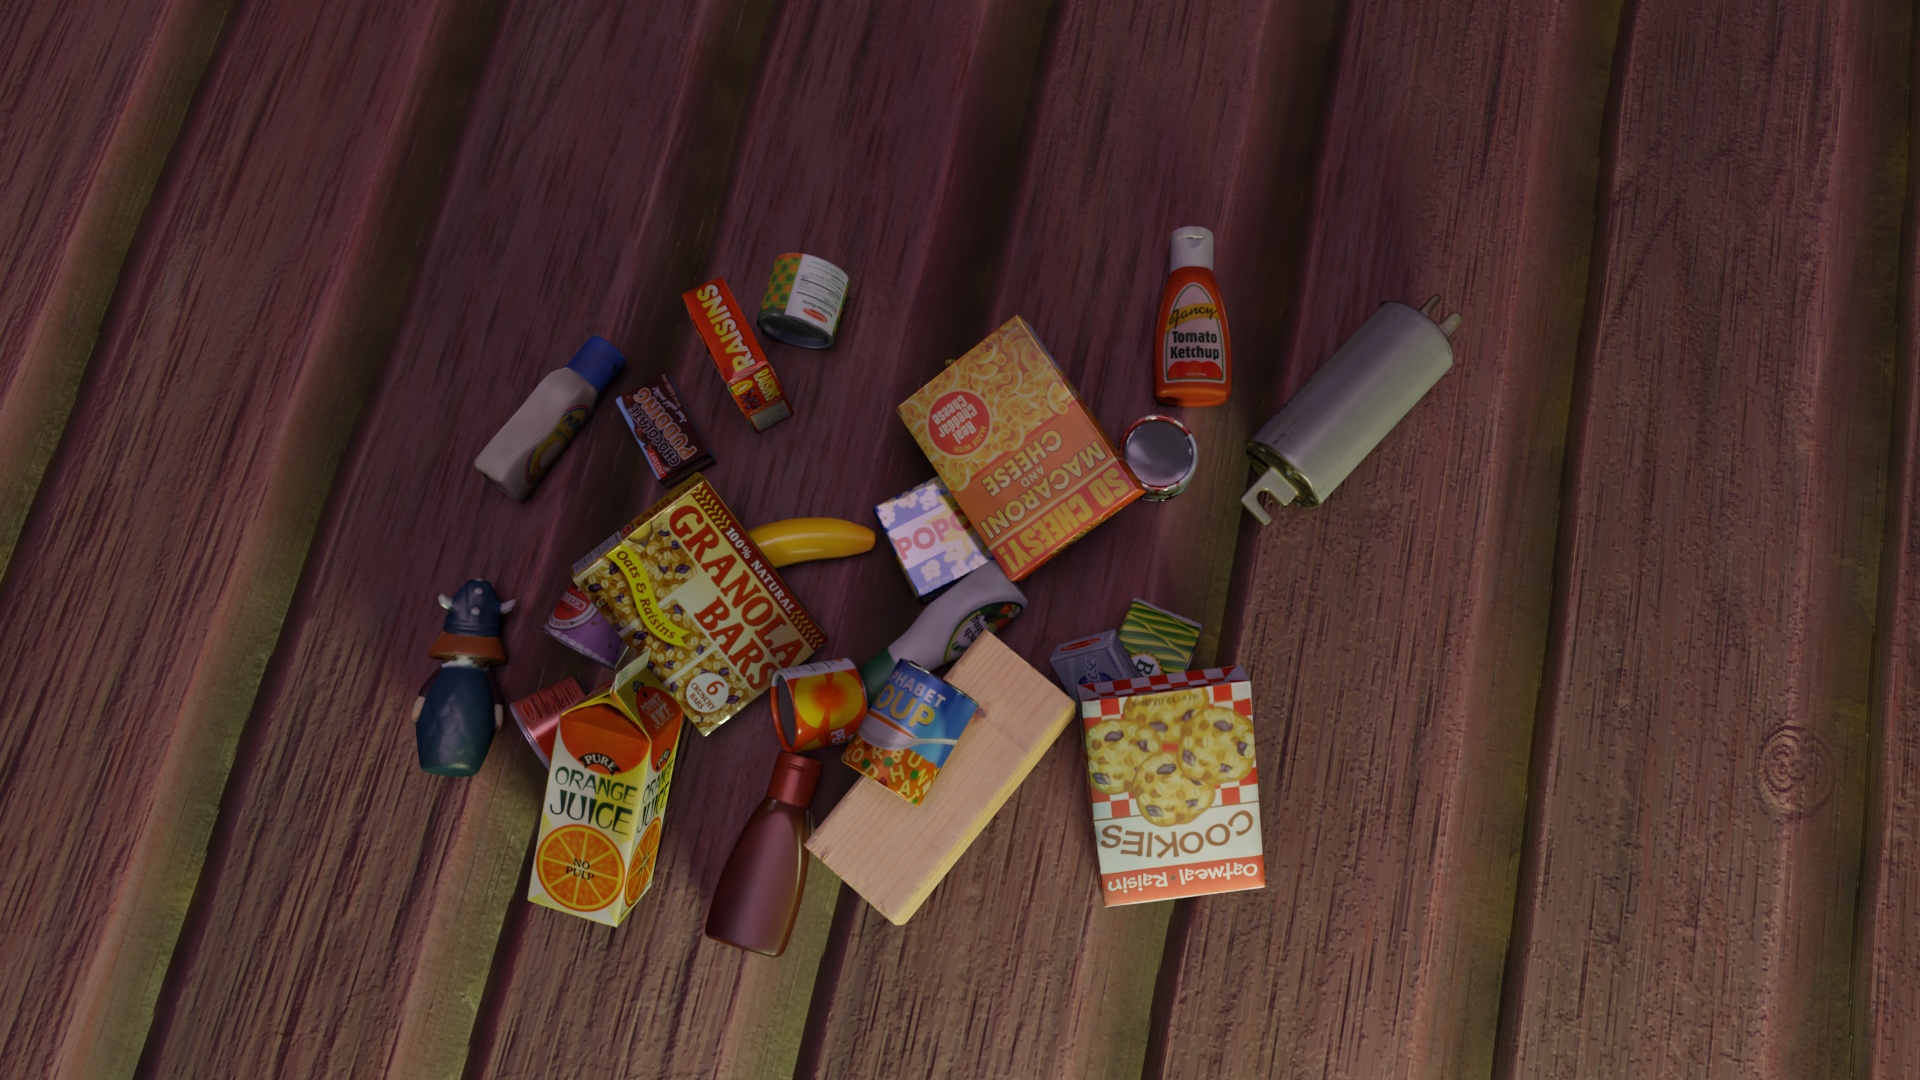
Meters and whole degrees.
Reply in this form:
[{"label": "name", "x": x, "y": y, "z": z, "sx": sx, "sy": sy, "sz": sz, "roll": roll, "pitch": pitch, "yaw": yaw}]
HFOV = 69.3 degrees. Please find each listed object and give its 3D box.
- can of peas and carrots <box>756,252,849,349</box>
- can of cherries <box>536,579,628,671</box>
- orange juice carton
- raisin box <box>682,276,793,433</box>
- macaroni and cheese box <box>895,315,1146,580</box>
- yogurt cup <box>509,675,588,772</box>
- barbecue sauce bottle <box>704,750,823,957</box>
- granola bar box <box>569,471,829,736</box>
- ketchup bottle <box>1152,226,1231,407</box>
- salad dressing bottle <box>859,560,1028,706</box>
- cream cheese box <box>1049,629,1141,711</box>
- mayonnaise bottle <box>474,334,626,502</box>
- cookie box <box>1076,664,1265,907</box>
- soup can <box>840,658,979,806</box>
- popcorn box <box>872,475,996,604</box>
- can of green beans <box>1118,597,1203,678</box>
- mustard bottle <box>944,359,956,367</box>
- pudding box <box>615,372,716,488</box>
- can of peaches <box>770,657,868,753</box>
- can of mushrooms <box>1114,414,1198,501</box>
[{"label": "can of peas and carrots", "x": -0.133, "y": -0.200, "z": 1.165, "sx": 0.071, "sy": 0.071, "sz": 0.059, "roll": 13, "pitch": 77, "yaw": 6}, {"label": "can of cherries", "x": -0.290, "y": 0.062, "z": 1.100, "sx": 0.071, "sy": 0.071, "sz": 0.058, "roll": 28, "pitch": 79, "yaw": 9}, {"label": "orange juice carton", "x": -0.259, "y": 0.178, "z": 1.031, "sx": 0.073, "sy": 0.072, "sz": 0.192, "roll": 14, "pitch": 103, "yaw": 6}, {"label": "raisin box", "x": -0.179, "y": -0.148, "z": 1.122, "sx": 0.040, "sy": 0.123, "sz": 0.086, "roll": -27, "pitch": 77, "yaw": -4}, {"label": "macaroni and cheese box", "x": 0.046, "y": -0.071, "z": 1.077, "sx": 0.123, "sy": 0.040, "sz": 0.166, "roll": -36, "pitch": 78, "yaw": 14}, {"label": "yogurt cup", "x": -0.311, "y": 0.142, "z": 1.085, "sx": 0.054, "sy": 0.072, "sz": 0.072, "roll": -32, "pitch": 77, "yaw": -14}, {"label": "barbecue sauce bottle", "x": -0.144, "y": 0.237, "z": 1.063, "sx": 0.065, "sy": 0.043, "sz": 0.149, "roll": 15, "pitch": 76, "yaw": 5}, {"label": "granola bar box", "x": -0.200, "y": 0.050, "z": 1.074, "sx": 0.124, "sy": 0.039, "sz": 0.165, "roll": -38, "pitch": 110, "yaw": -7}, {"label": "ketchup bottle", "x": 0.193, "y": -0.187, "z": 1.158, "sx": 0.065, "sy": 0.043, "sz": 0.149, "roll": 1, "pitch": 75, "yaw": 3}, {"label": "salad dressing bottle", "x": -0.017, "y": 0.076, "z": 1.091, "sx": 0.147, "sy": 0.064, "sz": 0.044, "roll": -38, "pitch": 60, "yaw": 3}, {"label": "cream cheese box", "x": 0.116, "y": 0.120, "z": 1.056, "sx": 0.053, "sy": 0.024, "sz": 0.103, "roll": -19, "pitch": 111, "yaw": 33}, {"label": "mayonnaise bottle", "x": -0.337, "y": -0.104, "z": 1.150, "sx": 0.041, "sy": 0.064, "sz": 0.148, "roll": 33, "pitch": 76, "yaw": 11}, {"label": "cookie box", "x": 0.156, "y": 0.182, "z": 1.030, "sx": 0.123, "sy": 0.040, "sz": 0.167, "roll": -7, "pitch": 105, "yaw": 1}, {"label": "soup can", "x": -0.037, "y": 0.134, "z": 0.979, "sx": 0.071, "sy": 0.071, "sz": 0.084, "roll": 30, "pitch": 79, "yaw": 9}, {"label": "popcorn box", "x": 0.004, "y": -0.014, "z": 1.124, "sx": 0.127, "sy": 0.038, "sz": 0.085, "roll": -26, "pitch": 76, "yaw": -4}, {"label": "can of green beans", "x": 0.150, "y": 0.085, "z": 1.078, "sx": 0.058, "sy": 0.071, "sz": 0.071, "roll": 22, "pitch": 78, "yaw": 8}, {"label": "mustard bottle", "x": 0.051, "y": -0.105, "z": 1.133, "sx": 0.160, "sy": 0.065, "sz": 0.049, "roll": 38, "pitch": 85, "yaw": 14}, {"label": "pudding box", "x": -0.246, "y": -0.092, "z": 1.158, "sx": 0.050, "sy": 0.030, "sz": 0.084, "roll": -29, "pitch": 76, "yaw": -4}, {"label": "can of peaches", "x": -0.109, "y": 0.129, "z": 1.068, "sx": 0.058, "sy": 0.071, "sz": 0.071, "roll": -7, "pitch": 74, "yaw": -25}, {"label": "can of mushrooms", "x": 0.158, "y": -0.068, "z": 1.134, "sx": 0.071, "sy": 0.033, "sz": 0.071, "roll": 0, "pitch": 77, "yaw": 2}]
